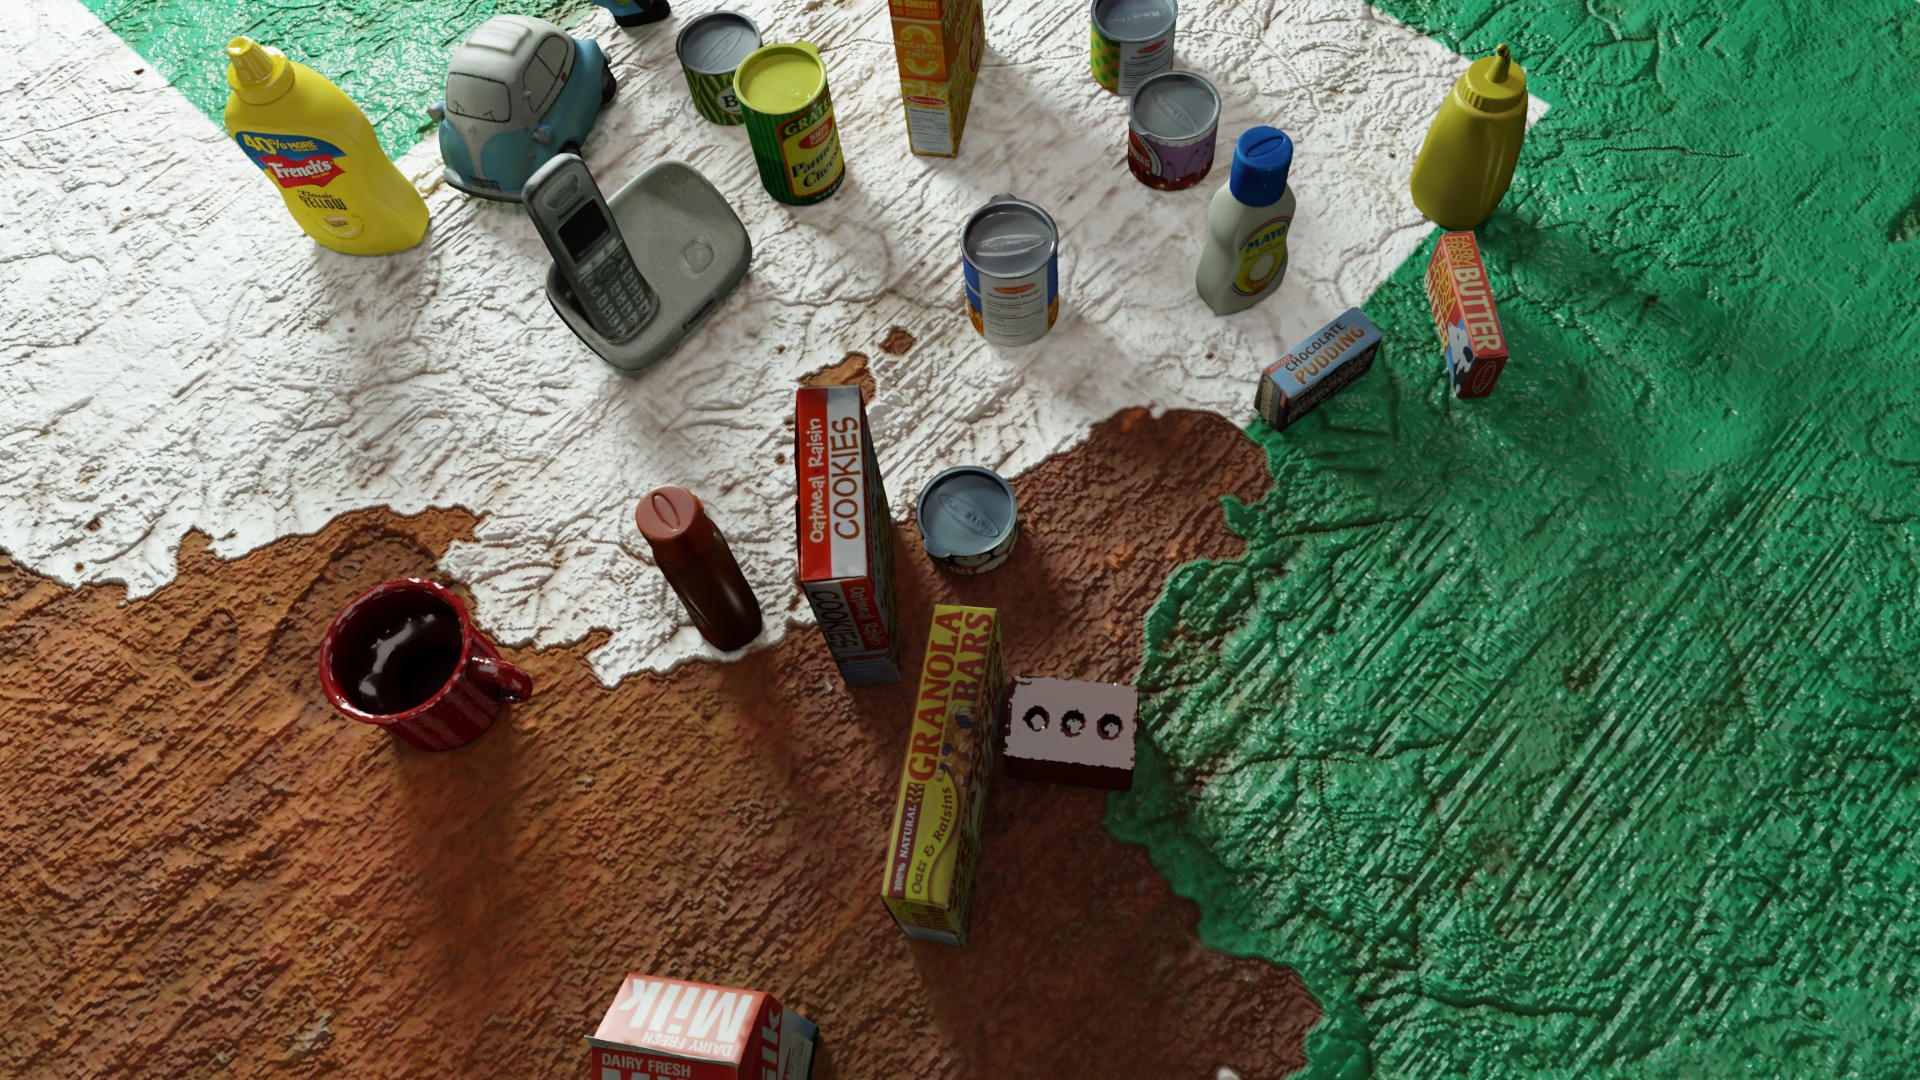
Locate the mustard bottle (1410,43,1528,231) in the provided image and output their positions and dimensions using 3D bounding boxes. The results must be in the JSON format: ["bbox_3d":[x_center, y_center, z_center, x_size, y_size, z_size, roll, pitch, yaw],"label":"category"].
[{"bbox_3d":[0.352,-0.278,0.943,0.065,0.159,0.049,35,72,19],"label":"mustard bottle"}]

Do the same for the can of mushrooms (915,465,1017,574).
[{"bbox_3d":[0.003,-0.011,0.910,0.071,0.033,0.071,-2,64,3],"label":"can of mushrooms"}]

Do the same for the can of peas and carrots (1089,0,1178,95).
[{"bbox_3d":[0.132,-0.389,1.069,0.071,0.058,0.071,-2,64,4],"label":"can of peas and carrots"}]

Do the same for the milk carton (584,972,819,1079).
[{"bbox_3d":[-0.127,0.265,0.698,0.072,0.189,0.074,6,65,7],"label":"milk carton"}]

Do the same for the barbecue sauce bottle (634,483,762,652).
[{"bbox_3d":[-0.160,0.015,0.845,0.044,0.148,0.065,-31,66,-10],"label":"barbecue sauce bottle"}]

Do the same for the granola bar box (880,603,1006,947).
[{"bbox_3d":[-0.007,0.135,0.789,0.039,0.123,0.166,7,65,7],"label":"granola bar box"}]

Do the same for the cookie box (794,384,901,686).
[{"bbox_3d":[-0.067,0.001,0.834,0.040,0.166,0.123,-6,64,2],"label":"cookie box"}]

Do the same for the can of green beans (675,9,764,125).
[{"bbox_3d":[-0.182,-0.368,1.082,0.071,0.057,0.071,-2,64,4],"label":"can of green beans"}]

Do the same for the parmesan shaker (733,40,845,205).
[{"bbox_3d":[-0.122,-0.306,1.023,0.071,0.102,0.071,-2,64,4],"label":"parmesan shaker"}]

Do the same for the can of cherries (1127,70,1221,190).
[{"bbox_3d":[0.154,-0.301,1.025,0.071,0.058,0.072,-2,64,4],"label":"can of cherries"}]

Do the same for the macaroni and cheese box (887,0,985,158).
[{"bbox_3d":[-0.014,-0.385,1.018,0.040,0.165,0.124,8,65,8],"label":"macaroni and cheese box"}]

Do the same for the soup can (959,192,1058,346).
[{"bbox_3d":[0.035,-0.187,0.965,0.071,0.083,0.071,-2,64,4],"label":"soup can"}]

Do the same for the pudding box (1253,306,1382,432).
[{"bbox_3d":[0.240,-0.115,0.934,0.084,0.049,0.030,-34,67,-12],"label":"pudding box"}]

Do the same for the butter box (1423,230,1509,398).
[{"bbox_3d":[0.342,-0.153,0.943,0.024,0.053,0.104,-6,64,2],"label":"butter box"}]

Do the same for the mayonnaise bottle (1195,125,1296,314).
[{"bbox_3d":[0.194,-0.213,0.930,0.065,0.147,0.041,-28,66,-9],"label":"mayonnaise bottle"}]
